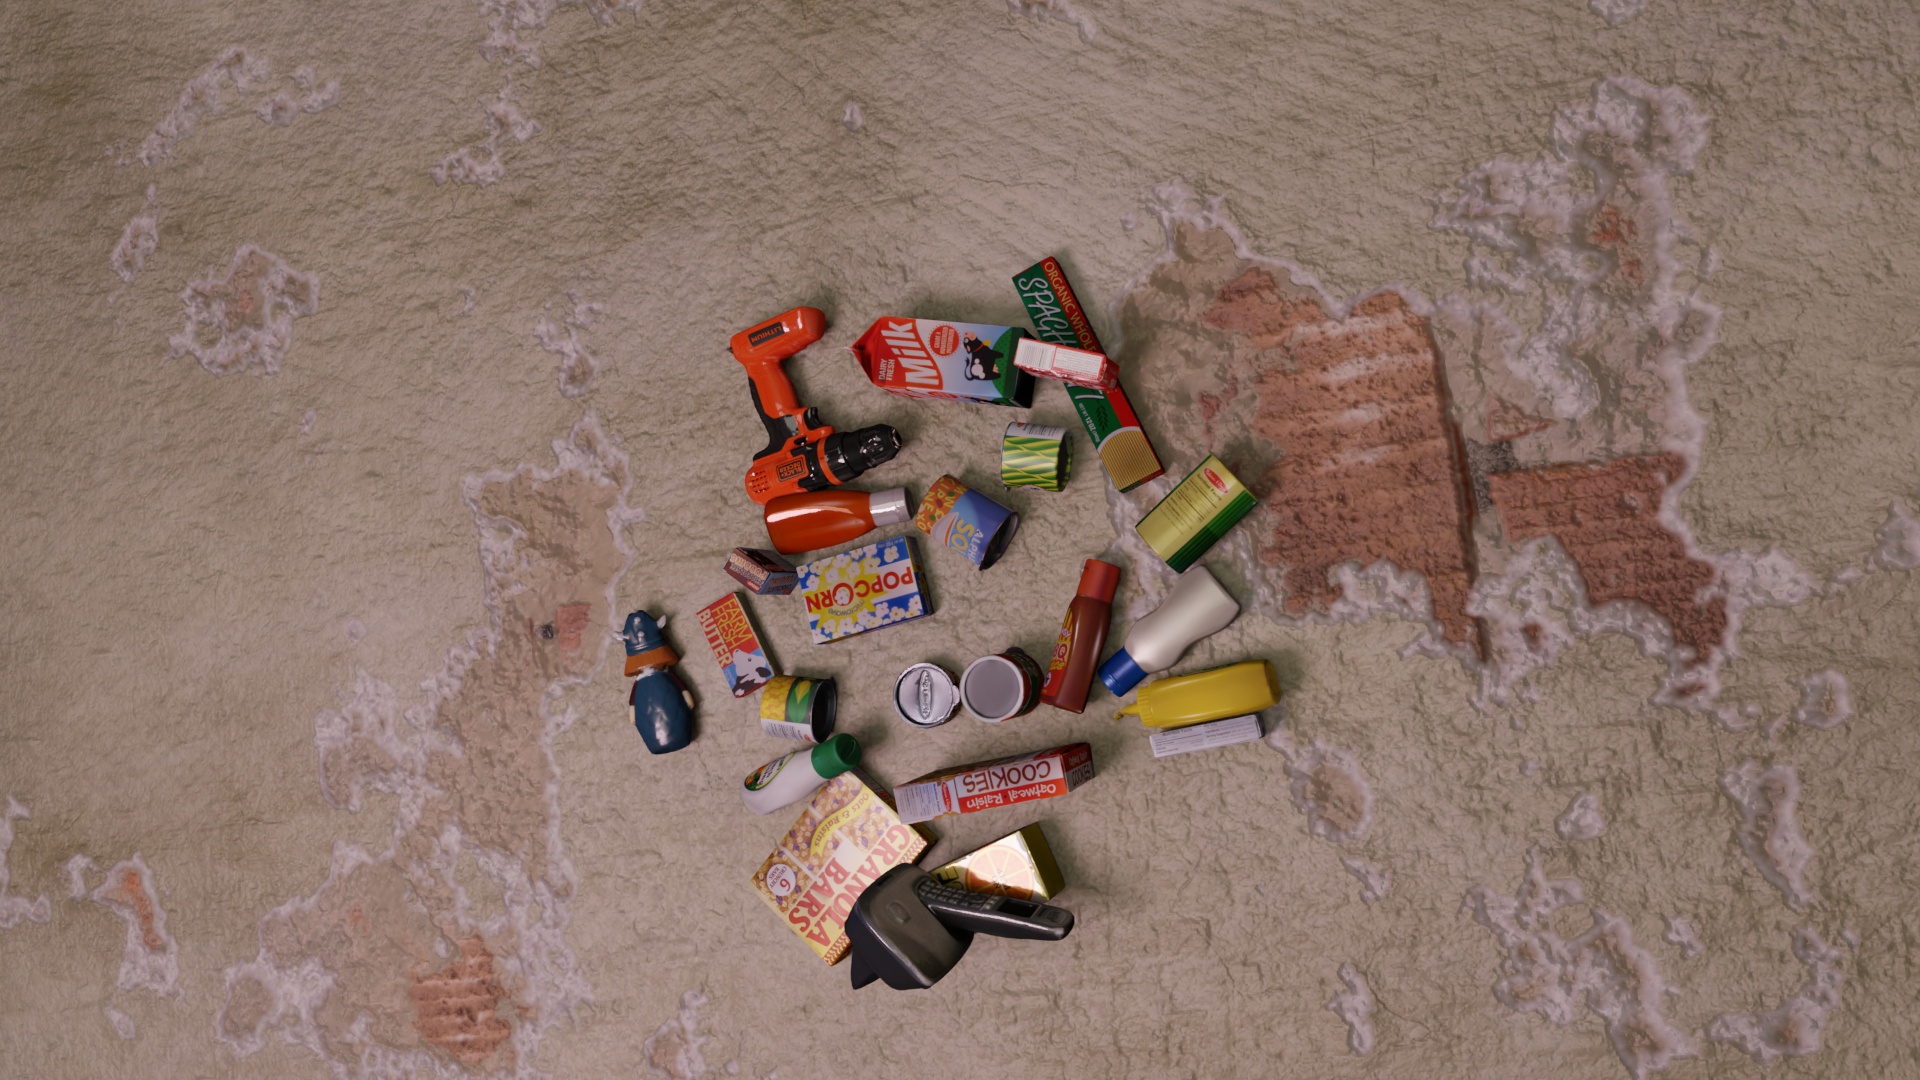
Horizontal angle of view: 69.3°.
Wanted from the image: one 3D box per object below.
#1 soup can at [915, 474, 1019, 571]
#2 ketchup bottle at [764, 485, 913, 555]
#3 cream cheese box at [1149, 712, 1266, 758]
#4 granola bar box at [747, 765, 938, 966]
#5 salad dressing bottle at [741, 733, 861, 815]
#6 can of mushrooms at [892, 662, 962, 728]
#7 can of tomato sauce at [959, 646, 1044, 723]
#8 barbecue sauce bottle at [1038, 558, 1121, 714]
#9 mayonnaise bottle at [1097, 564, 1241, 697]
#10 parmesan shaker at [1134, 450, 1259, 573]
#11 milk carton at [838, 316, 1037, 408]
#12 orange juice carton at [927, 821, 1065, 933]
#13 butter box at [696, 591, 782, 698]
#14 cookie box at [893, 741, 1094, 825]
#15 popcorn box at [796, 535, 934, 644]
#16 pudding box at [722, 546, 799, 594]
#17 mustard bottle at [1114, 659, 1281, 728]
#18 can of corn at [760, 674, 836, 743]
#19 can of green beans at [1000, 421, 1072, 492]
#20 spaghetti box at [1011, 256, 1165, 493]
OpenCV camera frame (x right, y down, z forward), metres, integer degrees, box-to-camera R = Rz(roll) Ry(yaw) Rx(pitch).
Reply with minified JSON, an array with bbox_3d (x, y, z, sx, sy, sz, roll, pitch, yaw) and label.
[{"bbox_3d":[0.005,-0.017,1.393,0.084,0.071,0.071,30,95,17],"label":"soup can"},{"bbox_3d":[-0.124,-0.025,1.440,0.149,0.064,0.044,-10,40,10],"label":"ketchup bottle"},{"bbox_3d":[0.235,0.186,1.319,0.104,0.053,0.024,-14,81,15],"label":"cream cheese box"},{"bbox_3d":[-0.121,0.329,1.424,0.124,0.039,0.165,40,97,16],"label":"granola bar box"},{"bbox_3d":[-0.162,0.236,1.412,0.147,0.064,0.044,-30,104,35],"label":"salad dressing bottle"},{"bbox_3d":[-0.030,0.157,1.411,0.071,0.033,0.071,-1,85,17],"label":"can of mushrooms"},{"bbox_3d":[0.042,0.142,1.364,0.071,0.083,0.071,-1,87,17],"label":"can of tomato sauce"},{"bbox_3d":[0.120,0.093,1.358,0.044,0.065,0.148,19,83,-11],"label":"barbecue sauce bottle"},{"bbox_3d":[0.198,0.091,1.344,0.148,0.041,0.065,-42,77,11],"label":"mayonnaise bottle"},{"bbox_3d":[0.224,-0.027,1.331,0.103,0.071,0.071,-44,76,11],"label":"parmesan shaker"},{"bbox_3d":[-0.023,-0.182,1.411,0.190,0.072,0.073,8,89,17],"label":"milk carton"},{"bbox_3d":[-0.001,0.353,1.370,0.192,0.072,0.073,-28,79,13],"label":"orange juice carton"},{"bbox_3d":[-0.236,0.111,1.481,0.053,0.024,0.103,-30,79,12],"label":"butter box"},{"bbox_3d":[0.036,0.232,1.339,0.167,0.123,0.040,-14,84,16],"label":"cookie box"},{"bbox_3d":[-0.098,0.052,1.436,0.126,0.038,0.085,-16,82,15],"label":"popcorn box"},{"bbox_3d":[-0.205,0.032,1.445,0.050,0.084,0.030,34,97,15],"label":"pudding box"},{"bbox_3d":[0.220,0.150,1.322,0.160,0.065,0.049,-14,79,19],"label":"mustard bottle"},{"bbox_3d":[-0.166,0.171,1.435,0.058,0.071,0.071,4,88,17],"label":"can of corn"},{"bbox_3d":[0.076,-0.083,1.378,0.058,0.071,0.071,7,89,17],"label":"can of green beans"},{"bbox_3d":[0.126,-0.168,1.388,0.050,0.029,0.250,-28,79,13],"label":"spaghetti box"}]
